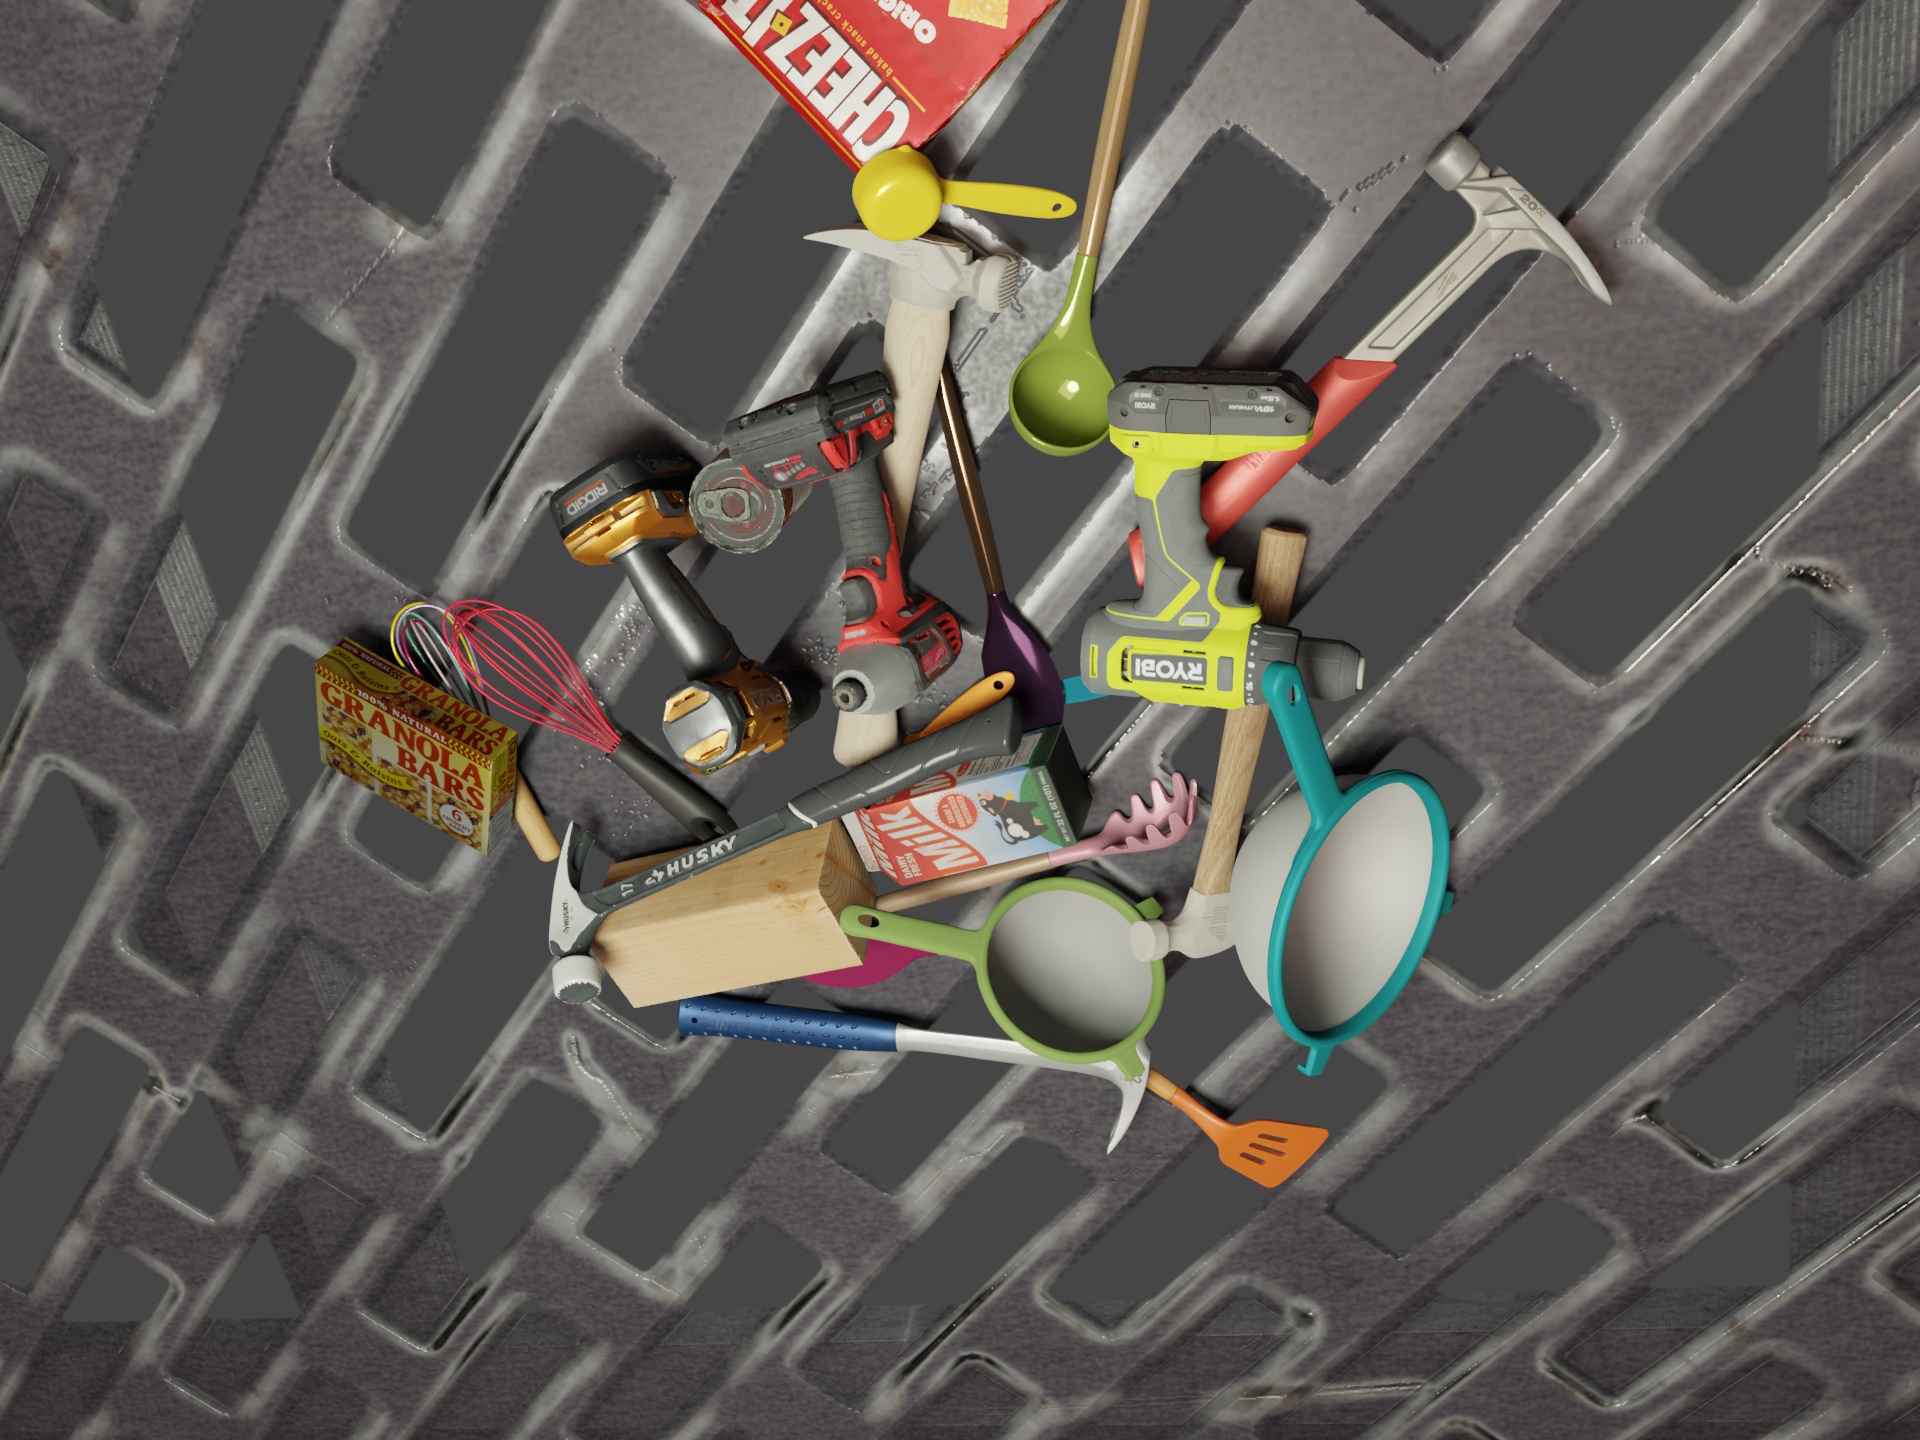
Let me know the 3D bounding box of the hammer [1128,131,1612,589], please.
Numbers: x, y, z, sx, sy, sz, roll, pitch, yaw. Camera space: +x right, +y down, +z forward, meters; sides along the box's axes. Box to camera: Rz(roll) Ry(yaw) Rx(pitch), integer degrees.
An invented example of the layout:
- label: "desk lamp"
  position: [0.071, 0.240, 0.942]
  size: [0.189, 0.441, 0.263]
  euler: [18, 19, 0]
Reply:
- label: "hammer"
  position: [0.255, -0.212, 1.086]
  size: [0.149, 0.037, 0.359]
  euler: [41, 114, -10]

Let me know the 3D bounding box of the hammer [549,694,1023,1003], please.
- label: "hammer"
  position: [-0.138, 0.076, 1.212]
  size: [0.409, 0.149, 0.036]
  euler: [-24, 142, 11]

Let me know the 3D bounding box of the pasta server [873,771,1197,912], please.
- label: "pasta server"
  position: [0.045, 0.110, 1.265]
  size: [0.316, 0.060, 0.040]
  euler: [-18, 118, 21]

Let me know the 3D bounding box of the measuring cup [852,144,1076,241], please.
- label: "measuring cup"
  position: [0.007, -0.335, 1.038]
  size: [0.156, 0.029, 0.062]
  euler: [-1, 142, -20]

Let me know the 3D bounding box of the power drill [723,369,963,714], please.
- label: "power drill"
  position: [-0.073, -0.113, 1.075]
  size: [0.078, 0.143, 0.219]
  euler: [-10, 107, 28]

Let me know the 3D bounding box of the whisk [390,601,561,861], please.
- label: "whisk"
  position: [-0.392, 0.014, 1.293]
  size: [0.051, 0.047, 0.244]
  euler: [-7, 118, 32]

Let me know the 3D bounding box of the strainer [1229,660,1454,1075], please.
- label: "strainer"
  position: [0.240, 0.080, 1.135]
  size: [0.095, 0.211, 0.340]
  euler: [21, 147, 46]

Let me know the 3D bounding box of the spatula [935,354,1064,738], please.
- label: "spatula"
  position: [0.022, -0.120, 1.175]
  size: [0.060, 0.018, 0.315]
  euler: [-7, 114, 21]

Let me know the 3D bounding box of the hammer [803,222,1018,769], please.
- label: "hammer"
  position: [-0.063, -0.149, 1.158]
  size: [0.146, 0.038, 0.410]
  euler: [18, 120, 14]

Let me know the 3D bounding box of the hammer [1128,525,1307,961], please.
- label: "hammer"
  position: [0.209, 0.021, 1.176]
  size: [0.130, 0.031, 0.331]
  euler: [-3, 111, -34]

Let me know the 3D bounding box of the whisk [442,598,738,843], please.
- label: "whisk"
  position: [-0.290, 0.008, 1.267]
  size: [0.295, 0.073, 0.073]
  euler: [42, 114, -17]

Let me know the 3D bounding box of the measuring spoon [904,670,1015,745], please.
- label: "measuring spoon"
  position: [-0.002, -0.004, 1.228]
  size: [0.117, 0.011, 0.021]
  euler: [-36, 102, 30]

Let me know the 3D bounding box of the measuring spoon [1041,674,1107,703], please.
- label: "measuring spoon"
  position: [0.122, -0.034, 1.203]
  size: [0.128, 0.021, 0.042]
  euler: [-12, 109, 24]

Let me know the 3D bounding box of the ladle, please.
- label: "ladle"
  position: [0.092, -0.332, 1.048]
  size: [0.078, 0.062, 0.320]
  euler: [7, 113, -10]

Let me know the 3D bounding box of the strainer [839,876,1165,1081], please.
- label: "strainer"
  position: [0.029, 0.191, 1.240]
  size: [0.256, 0.152, 0.069]
  euler: [13, 149, -4]

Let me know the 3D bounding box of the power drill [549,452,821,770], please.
- label: "power drill"
  position: [-0.188, -0.079, 1.167]
  size: [0.084, 0.185, 0.226]
  euler: [-28, 88, 20]

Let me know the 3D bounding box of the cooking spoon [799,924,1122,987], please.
- label: "cooking spoon"
  position: [0.006, 0.185, 1.318]
  size: [0.319, 0.017, 0.068]
  euler: [-6, 120, 12]

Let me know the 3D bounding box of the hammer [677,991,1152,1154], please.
- label: "hammer"
  position: [-0.042, 0.274, 1.340]
  size: [0.405, 0.035, 0.144]
  euler: [4, 112, 12]

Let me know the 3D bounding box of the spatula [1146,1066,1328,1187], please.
- label: "spatula"
  position: [0.160, 0.296, 1.342]
  size: [0.322, 0.041, 0.081]
  euler: [34, 116, -2]

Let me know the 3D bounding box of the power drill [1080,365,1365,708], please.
- label: "power drill"
  position: [0.180, -0.117, 1.072]
  size: [0.190, 0.080, 0.228]
  euler: [6, 112, 17]
